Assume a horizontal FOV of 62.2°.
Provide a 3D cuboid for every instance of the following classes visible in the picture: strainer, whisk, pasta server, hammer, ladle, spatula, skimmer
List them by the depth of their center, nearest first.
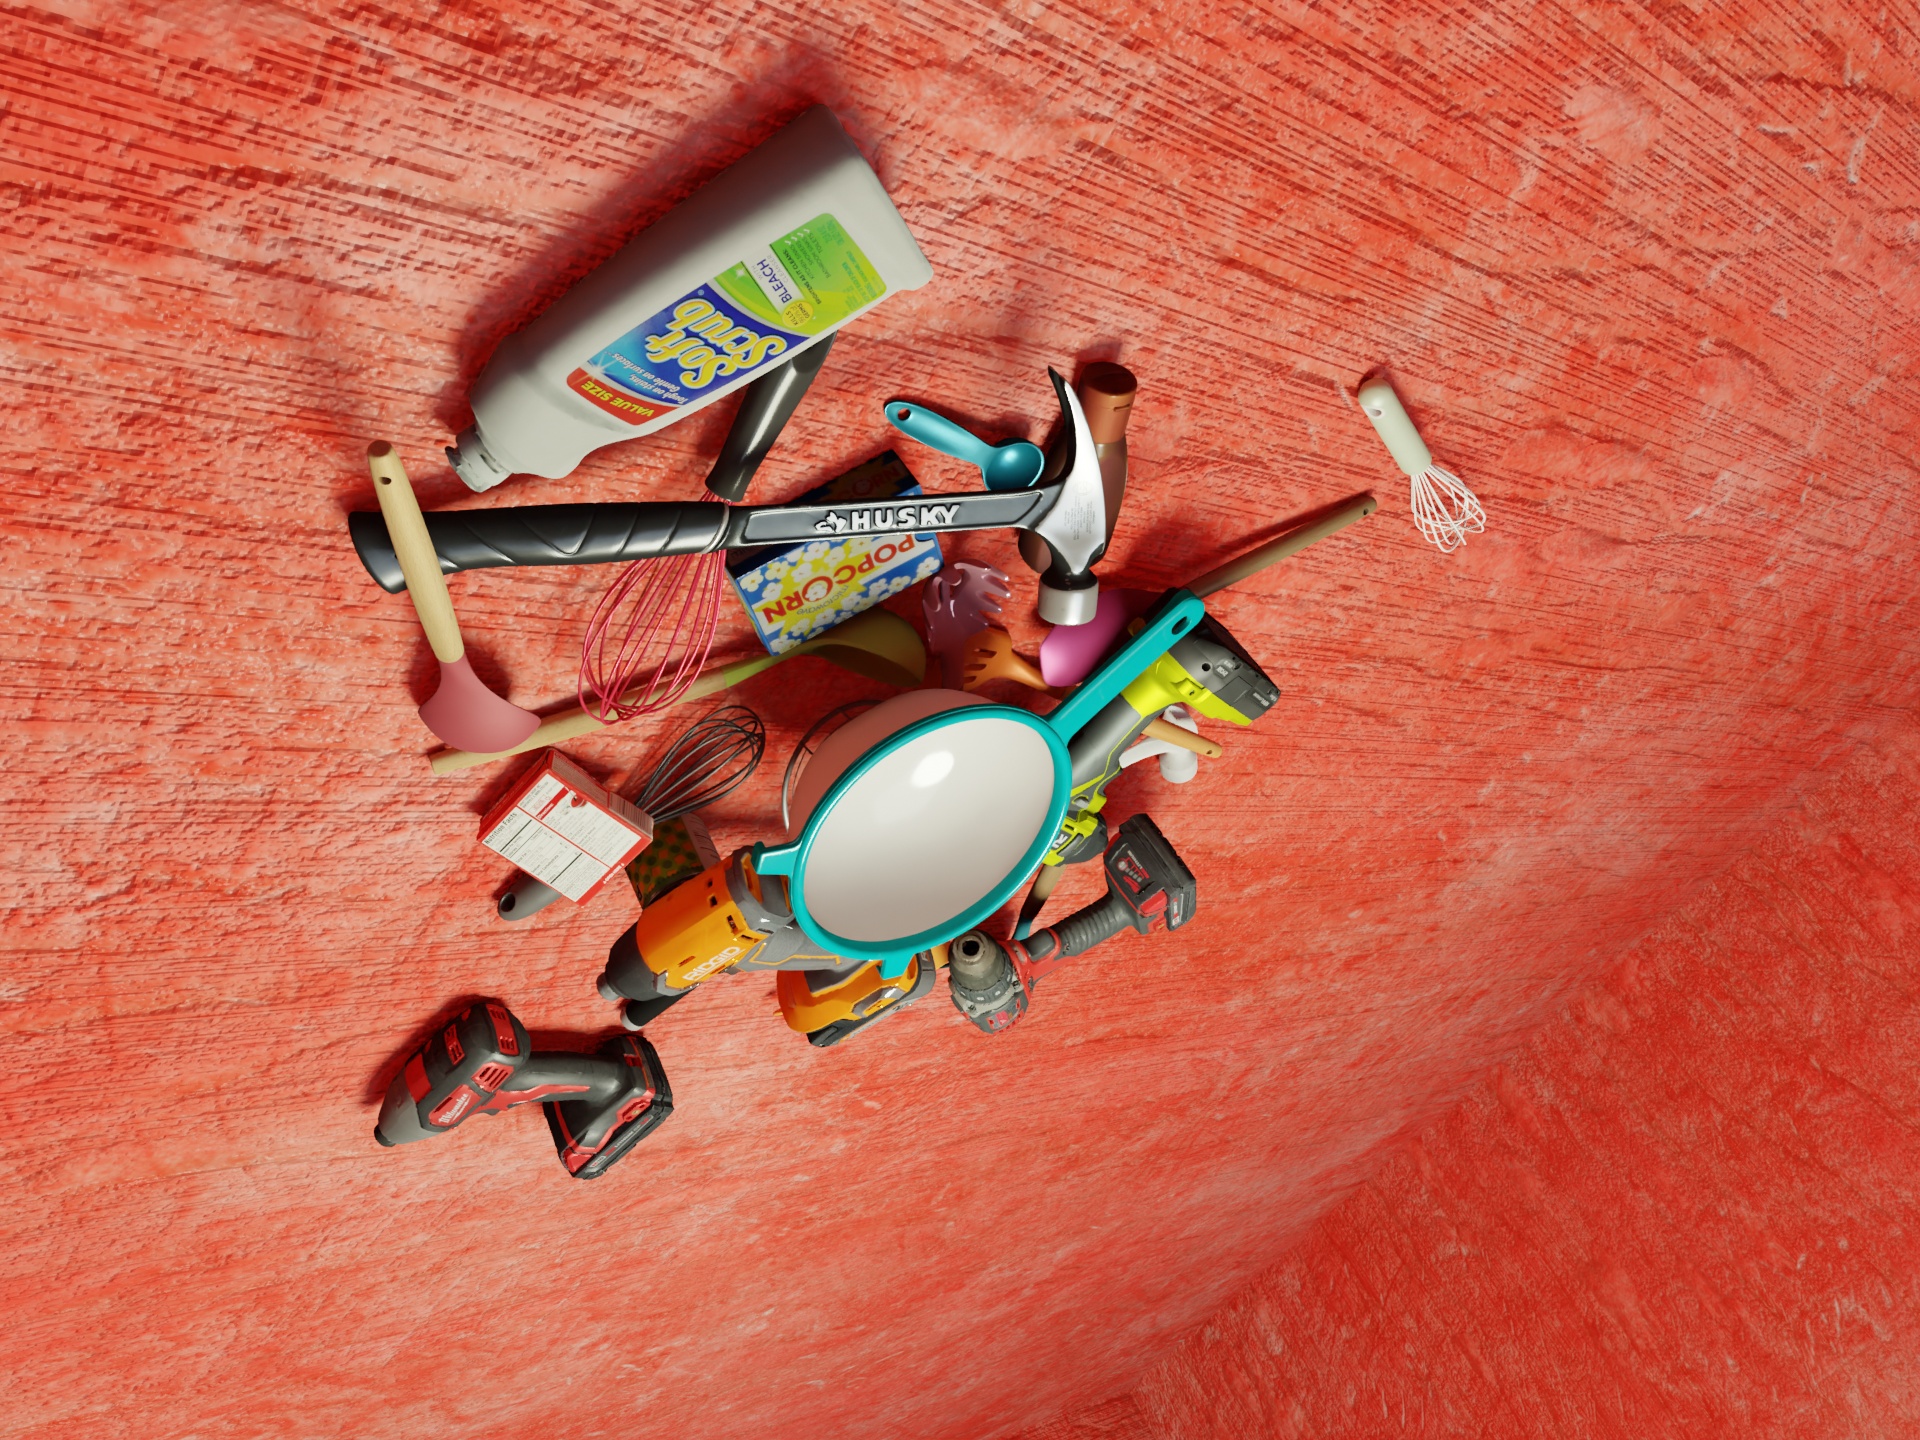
[{"bbox_3d":[-0.269,-0.049,0.829,0.069,0.031,0.315,1,154,-7],"label":"ladle"},{"bbox_3d":[-0.114,-0.110,0.862,0.409,0.036,0.149,-5,119,-15],"label":"hammer"},{"bbox_3d":[-0.142,-0.114,0.903,0.073,0.073,0.295,6,124,-45],"label":"whisk"},{"bbox_3d":[-0.174,-0.008,1.017,0.320,0.062,0.078,-18,177,-16],"label":"ladle"},{"bbox_3d":[0.012,0.011,1.072,0.340,0.095,0.210,-41,139,-1],"label":"strainer"},{"bbox_3d":[-0.227,0.068,1.086,0.239,0.055,0.055,-35,148,12],"label":"whisk"},{"bbox_3d":[-0.002,-0.004,1.135,0.060,0.040,0.316,-24,144,-19],"label":"pasta server"},{"bbox_3d":[-0.158,0.121,1.226,0.127,0.090,0.363,20,132,-39],"label":"skimmer"},{"bbox_3d":[0.096,-0.011,1.227,0.322,0.041,0.081,19,122,-37],"label":"spatula"},{"bbox_3d":[0.356,-0.198,1.234,0.246,0.058,0.059,33,76,-52],"label":"whisk"},{"bbox_3d":[0.021,0.092,1.336,0.405,0.035,0.144,-28,148,-8],"label":"hammer"},{"bbox_3d":[0.062,0.148,1.412,0.082,0.044,0.317,-15,149,-29],"label":"spatula"}]

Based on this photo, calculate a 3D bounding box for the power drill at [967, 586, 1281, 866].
[{"bbox_3d":[0.123,0.018,1.198,0.223,0.080,0.171,-44,144,14],"label":"power drill"}]

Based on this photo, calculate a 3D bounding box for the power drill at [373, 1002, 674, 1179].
[{"bbox_3d":[-0.348,0.298,1.262,0.143,0.079,0.219,-42,144,14],"label":"power drill"}]

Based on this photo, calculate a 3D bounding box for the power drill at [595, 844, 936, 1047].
[{"bbox_3d":[-0.141,0.172,1.146,0.164,0.084,0.226,-33,146,22],"label":"power drill"}]

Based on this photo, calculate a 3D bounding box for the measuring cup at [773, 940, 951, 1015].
[{"bbox_3d":[-0.093,0.208,1.375,0.173,0.052,0.095,-20,-176,12],"label":"measuring cup"}]

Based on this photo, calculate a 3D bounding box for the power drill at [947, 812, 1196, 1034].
[{"bbox_3d":[0.087,0.175,1.354,0.226,0.080,0.187,-32,155,-7],"label":"power drill"}]

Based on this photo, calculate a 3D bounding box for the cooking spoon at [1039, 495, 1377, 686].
[{"bbox_3d":[0.193,-0.106,1.210,0.319,0.017,0.068,-27,128,-20],"label":"cooking spoon"}]

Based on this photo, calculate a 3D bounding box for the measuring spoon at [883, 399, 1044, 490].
[{"bbox_3d":[-0.001,-0.175,0.983,0.128,0.021,0.042,19,122,-41],"label":"measuring spoon"}]
